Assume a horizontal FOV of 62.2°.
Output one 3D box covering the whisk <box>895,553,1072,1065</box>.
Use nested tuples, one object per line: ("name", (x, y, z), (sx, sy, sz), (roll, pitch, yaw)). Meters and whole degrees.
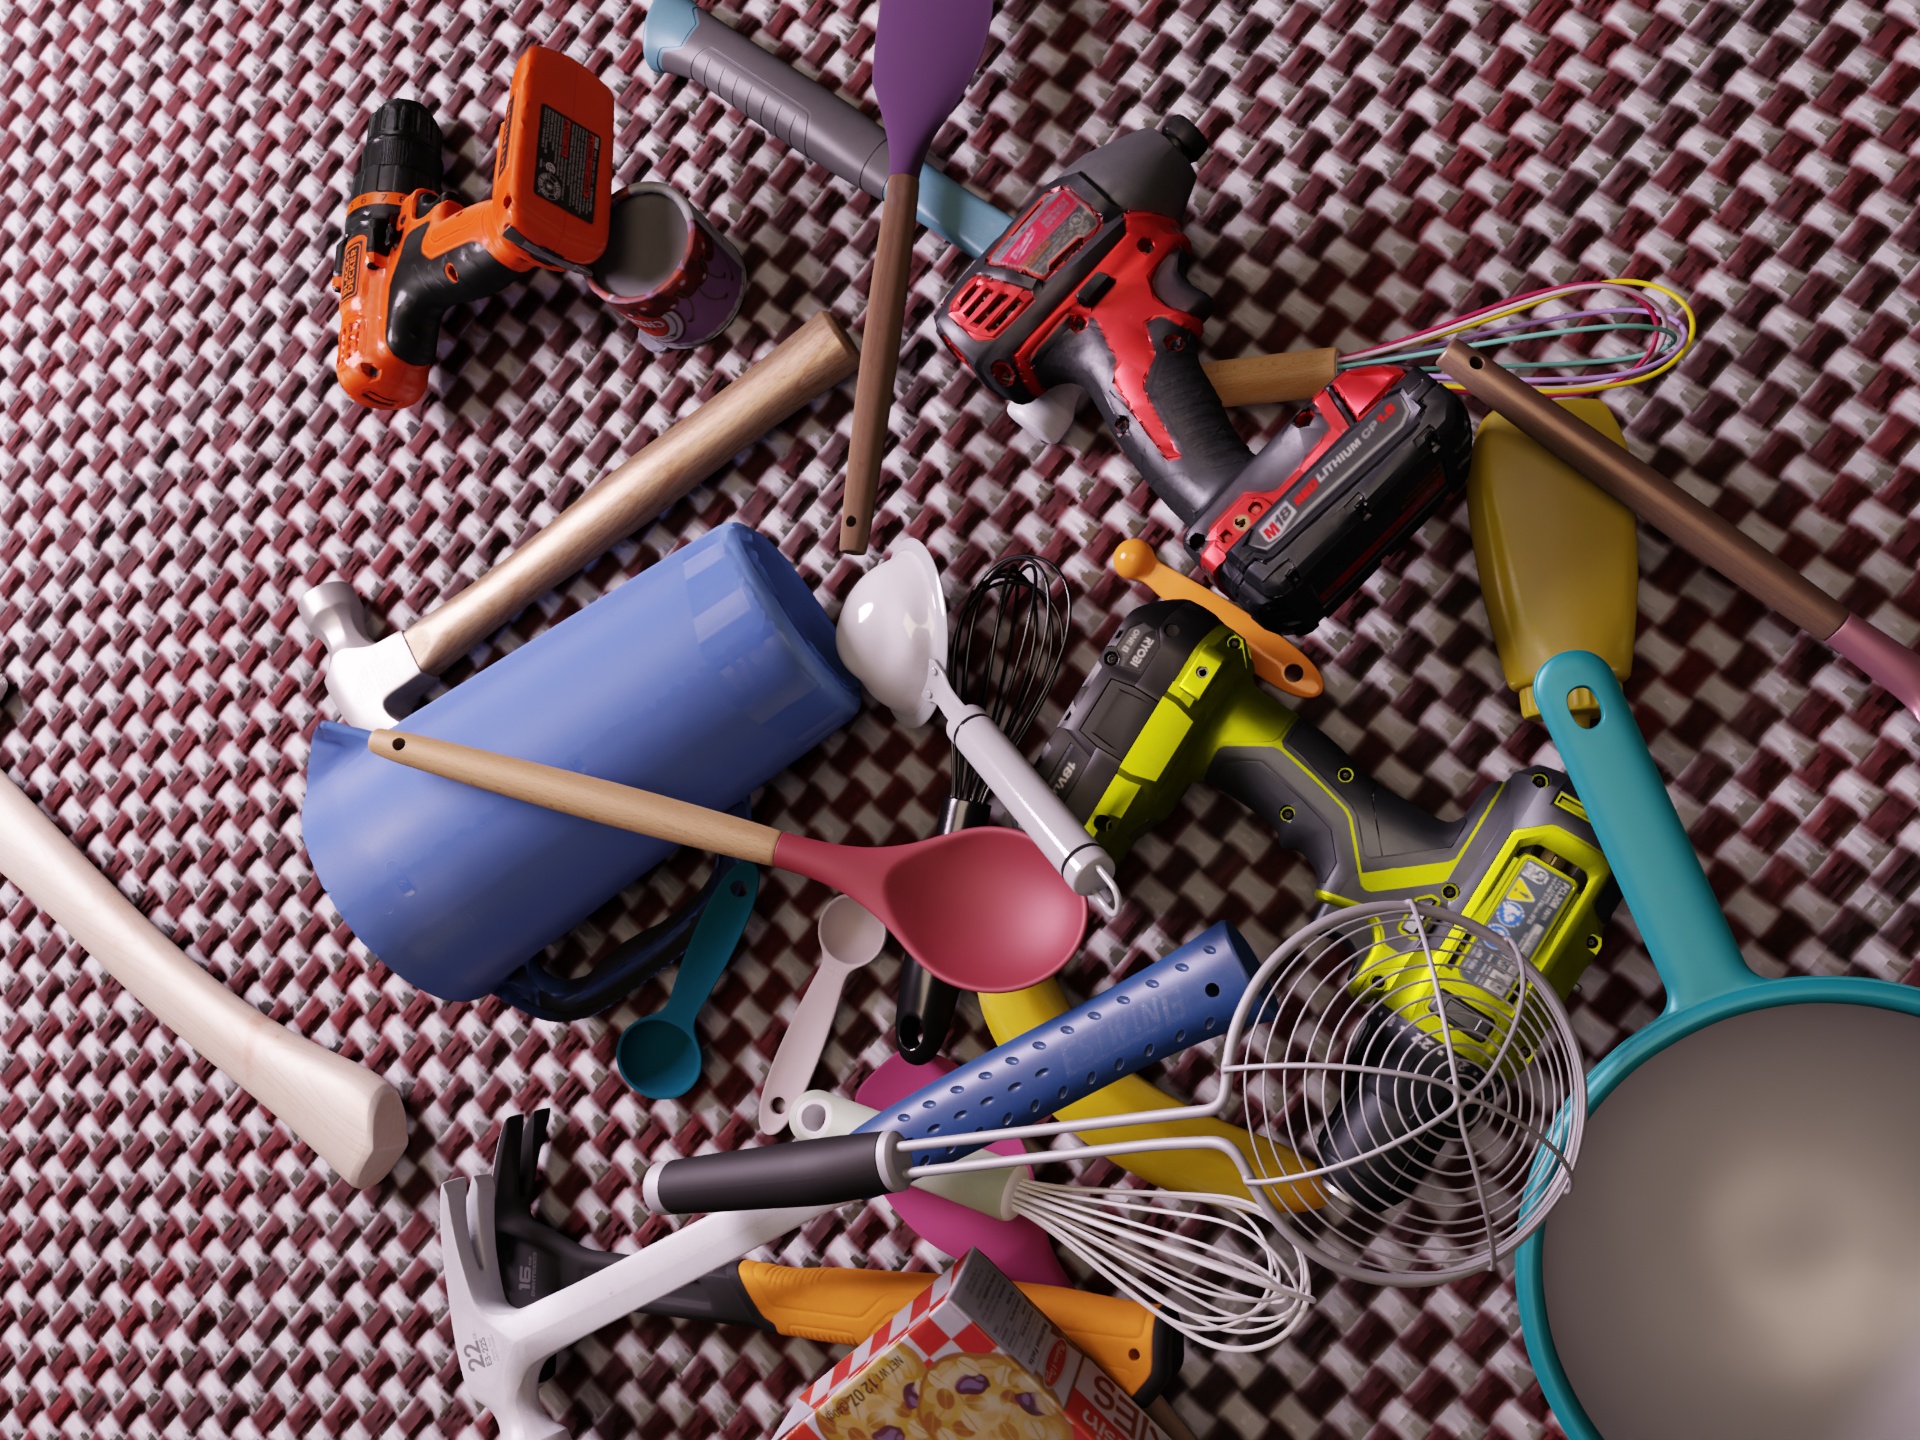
("whisk", (0.006, 0.039, 0.724), (0.055, 0.055, 0.239), (11, 86, 19))

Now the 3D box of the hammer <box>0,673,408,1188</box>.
("hammer", (-0.459, 0.126, 0.863), (0.411, 0.038, 0.146), (33, 93, 19))

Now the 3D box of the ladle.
("ladle", (-0.101, 0.048, 0.662), (0.315, 0.031, 0.069), (15, 71, 7))

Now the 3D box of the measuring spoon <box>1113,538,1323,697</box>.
("measuring spoon", (0.116, -0.047, 0.721), (0.117, 0.011, 0.021), (38, 94, 19))

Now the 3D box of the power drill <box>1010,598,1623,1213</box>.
("power drill", (0.139, 0.071, 0.662), (0.229, 0.080, 0.190), (32, 92, 17))

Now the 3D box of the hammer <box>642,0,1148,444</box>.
("hammer", (-0.041, -0.277, 0.796), (0.331, 0.033, 0.128), (39, 95, 19))

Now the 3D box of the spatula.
("spatula", (-0.028, -0.234, 0.759), (0.060, 0.018, 0.316), (6, 84, 19))

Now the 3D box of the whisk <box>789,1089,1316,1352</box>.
("whisk", (0.031, 0.202, 0.673), (0.246, 0.059, 0.058), (13, 75, 28))

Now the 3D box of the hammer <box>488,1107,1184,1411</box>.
("hammer", (-0.068, 0.250, 0.707), (0.337, 0.034, 0.127), (-1, 83, 22))

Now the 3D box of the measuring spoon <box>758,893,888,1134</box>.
("measuring spoon", (-0.066, 0.139, 0.751), (0.034, 0.018, 0.124), (26, 96, 19))

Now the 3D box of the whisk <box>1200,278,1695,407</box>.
("whisk", (0.189, -0.159, 0.701), (0.245, 0.051, 0.047), (-2, 97, 23))

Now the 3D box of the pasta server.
("pasta server", (0.320, -0.055, 0.615), (0.316, 0.040, 0.060), (38, 79, 7))

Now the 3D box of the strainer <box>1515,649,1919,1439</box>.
("strainer", (0.285, 0.136, 0.585), (0.211, 0.095, 0.340), (-23, 81, 11))

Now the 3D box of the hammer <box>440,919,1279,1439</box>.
("hammer", (-0.057, 0.189, 0.670), (0.405, 0.035, 0.144), (-31, 73, 16))

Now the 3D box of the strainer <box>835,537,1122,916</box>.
("strainer", (-0.001, -0.002, 0.671), (0.259, 0.050, 0.086), (50, 137, 45))

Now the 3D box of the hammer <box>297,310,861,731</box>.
("hammer", (-0.190, -0.097, 0.816), (0.331, 0.031, 0.130), (-34, 73, 10))

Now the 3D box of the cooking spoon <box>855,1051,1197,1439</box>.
("cooking spoon", (0.062, 0.274, 0.683), (0.069, 0.017, 0.319), (-43, 71, 6))

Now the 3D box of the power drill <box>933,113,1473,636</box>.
("power drill", (0.103, -0.153, 0.675), (0.143, 0.078, 0.220), (-46, 68, 8))

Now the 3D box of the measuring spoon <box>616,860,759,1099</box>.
("measuring spoon", (-0.123, 0.121, 0.755), (0.042, 0.021, 0.128), (26, 101, 1))

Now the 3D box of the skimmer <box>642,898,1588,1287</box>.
("skimmer", (0.041, 0.155, 0.600), (0.363, 0.090, 0.127), (-16, 81, 30))
